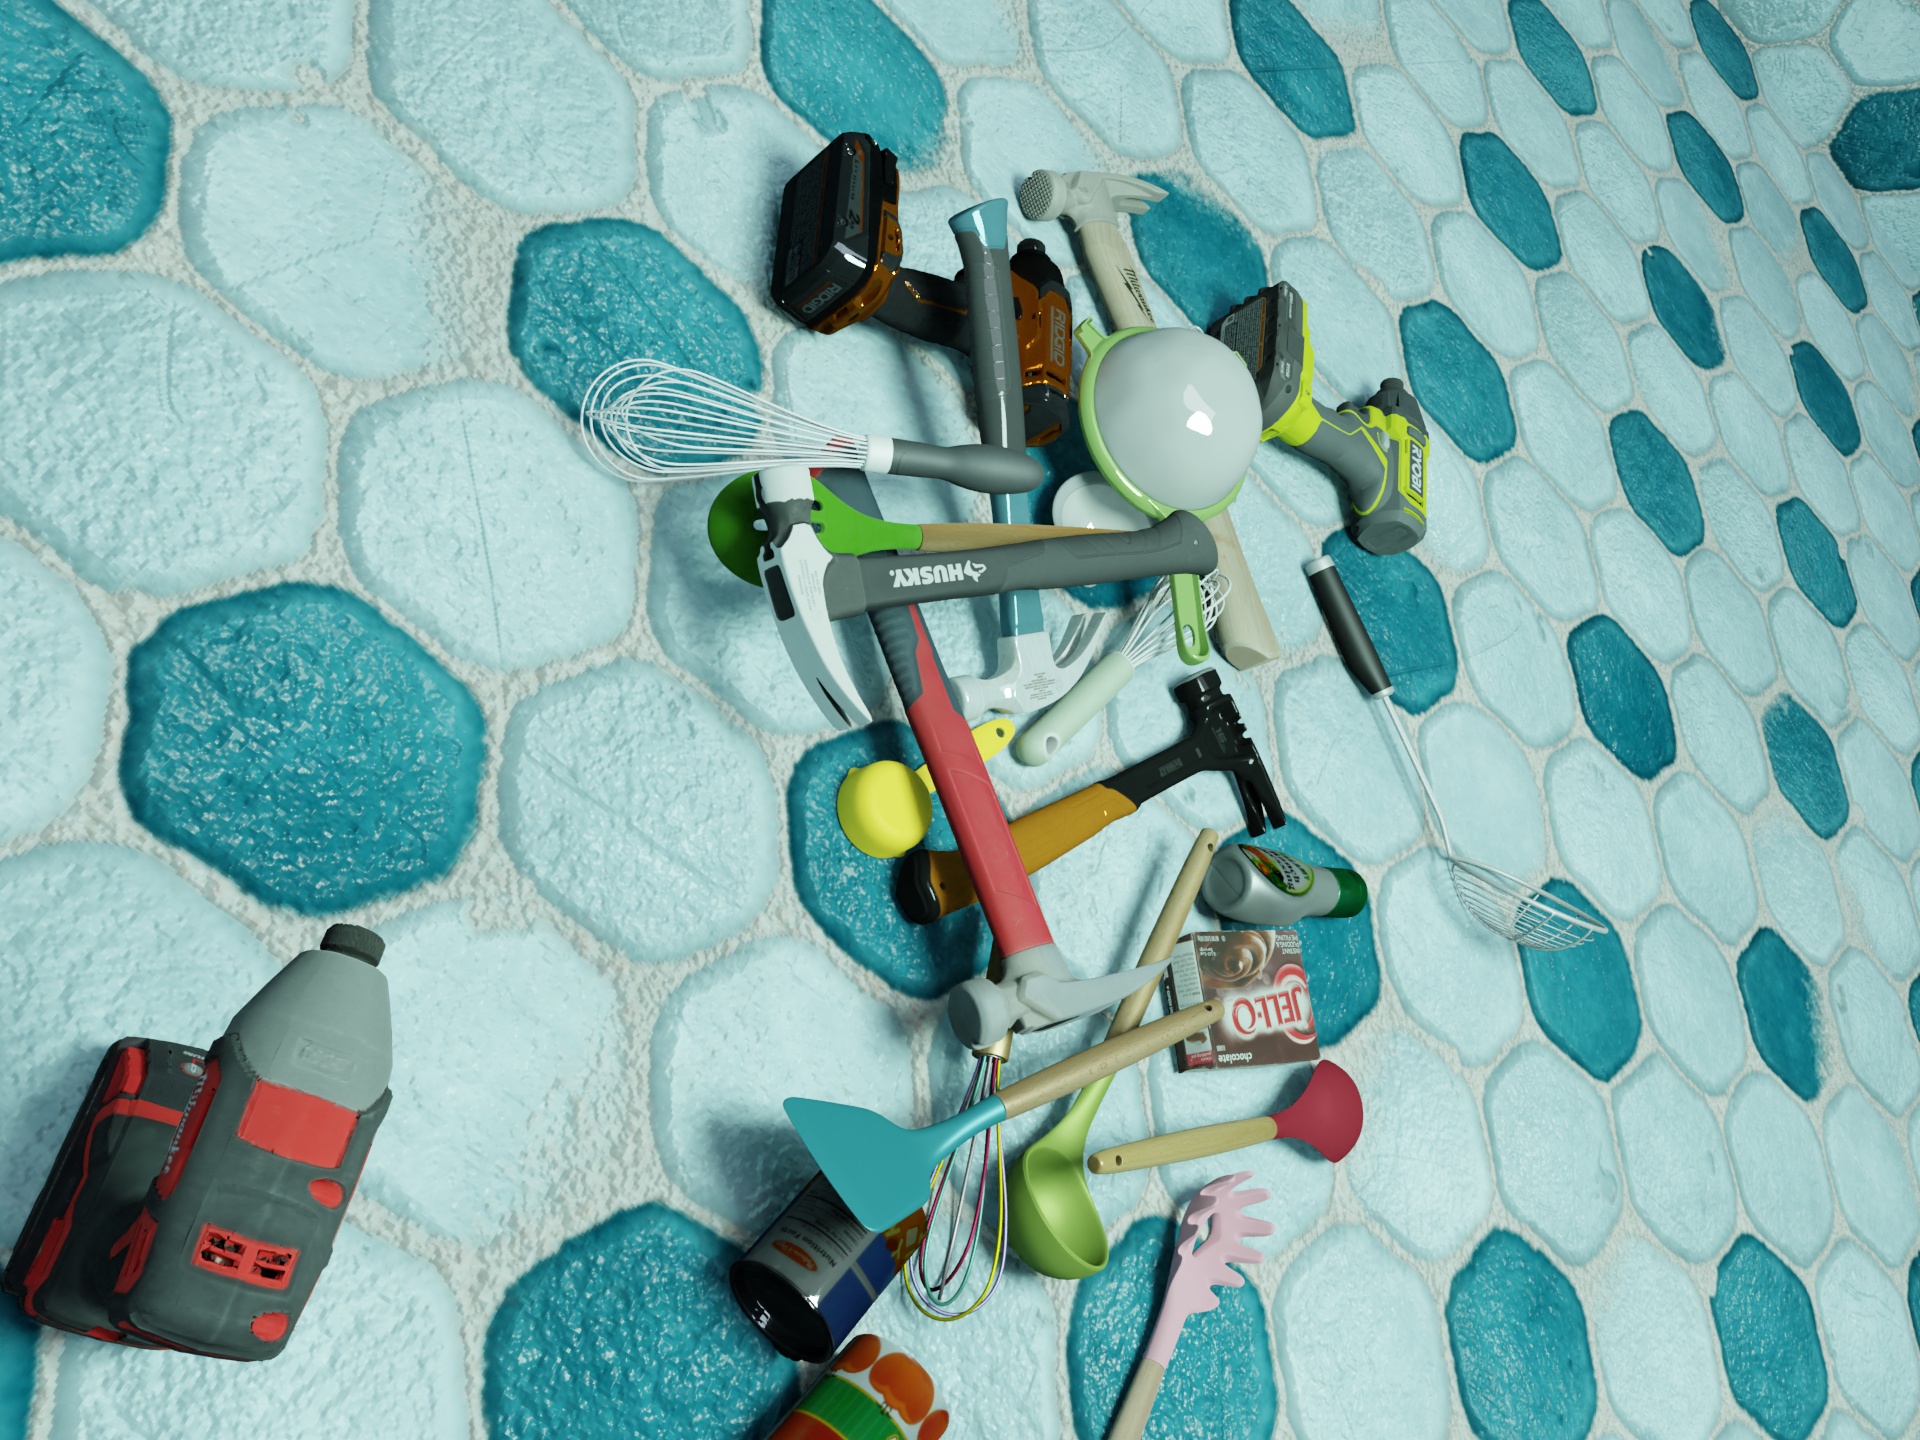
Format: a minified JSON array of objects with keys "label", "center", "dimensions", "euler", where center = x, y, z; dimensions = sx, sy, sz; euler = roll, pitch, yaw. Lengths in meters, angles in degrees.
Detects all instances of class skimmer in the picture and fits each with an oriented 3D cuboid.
[{"label":"skimmer","center":[0.392,0.021,1.271],"dimensions":[0.363,0.090,0.127],"euler":[65,16,6]}]

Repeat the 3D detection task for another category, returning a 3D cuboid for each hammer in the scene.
[{"label":"hammer","center":[0.033,-0.086,0.958],"dimensions":[0.334,0.035,0.146],"euler":[-10,88,-37]},{"label":"hammer","center":[0.028,-0.170,1.031],"dimensions":[0.128,0.033,0.331],"euler":[-9,96,-38]},{"label":"hammer","center":[0.170,-0.237,1.237],"dimensions":[0.146,0.038,0.411],"euler":[-13,80,-43]},{"label":"hammer","center":[-0.002,-0.003,0.957],"dimensions":[0.143,0.038,0.387],"euler":[-9,69,-34]},{"label":"hammer","center":[0.090,0.066,1.047],"dimensions":[0.337,0.034,0.127],"euler":[-22,85,-42]}]

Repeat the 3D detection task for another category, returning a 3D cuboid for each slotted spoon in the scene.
[{"label":"slotted spoon","center":[-0.005,-0.114,0.972],"dimensions":[0.313,0.031,0.070],"euler":[-3,91,-35]}]

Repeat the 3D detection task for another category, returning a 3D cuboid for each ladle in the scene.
[{"label":"ladle","center":[0.178,0.258,1.000],"dimensions":[0.315,0.031,0.069],"euler":[6,73,-48]},{"label":"ladle","center":[0.108,0.190,0.975],"dimensions":[0.078,0.062,0.320],"euler":[46,54,-24]}]

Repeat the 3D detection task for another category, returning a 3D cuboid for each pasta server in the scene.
[{"label":"pasta server","center":[0.107,0.398,0.919],"dimensions":[0.060,0.040,0.316],"euler":[53,49,-23]}]

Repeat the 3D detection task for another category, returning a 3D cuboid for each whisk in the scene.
[{"label":"whisk","center":[-0.082,-0.162,0.947],"dimensions":[0.284,0.070,0.070],"euler":[5,68,-20]},{"label":"whisk","center":[0.009,0.213,0.904],"dimensions":[0.051,0.047,0.245],"euler":[32,57,-37]},{"label":"whisk","center":[0.114,-0.042,1.105],"dimensions":[0.246,0.059,0.057],"euler":[-42,126,-36]}]

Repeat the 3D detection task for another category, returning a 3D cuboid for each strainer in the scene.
[{"label":"strainer","center":[0.130,-0.191,1.156],"dimensions":[0.087,0.050,0.258],"euler":[29,66,-5]},{"label":"strainer","center":[0.165,-0.168,1.107],"dimensions":[0.151,0.069,0.256],"euler":[5,73,-30]}]

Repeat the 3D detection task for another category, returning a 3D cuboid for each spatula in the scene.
[{"label":"spatula","center":[0.044,0.200,0.878],"dimensions":[0.317,0.044,0.082],"euler":[-14,50,-39]}]

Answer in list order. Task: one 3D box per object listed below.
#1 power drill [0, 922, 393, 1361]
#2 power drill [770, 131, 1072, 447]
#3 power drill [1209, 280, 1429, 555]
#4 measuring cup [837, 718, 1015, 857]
[{"label":"power drill","center":[-0.275,0.160,0.589],"dimensions":[0.078,0.219,0.143],"euler":[29,56,-27]},{"label":"power drill","center":[-0.013,-0.302,1.090],"dimensions":[0.226,0.084,0.164],"euler":[23,58,-35]},{"label":"power drill","center":[0.309,-0.261,1.335],"dimensions":[0.223,0.080,0.171],"euler":[29,56,-31]},{"label":"measuring cup","center":[-0.011,0.031,0.981],"dimensions":[0.156,0.029,0.062],"euler":[-32,93,-39]}]
